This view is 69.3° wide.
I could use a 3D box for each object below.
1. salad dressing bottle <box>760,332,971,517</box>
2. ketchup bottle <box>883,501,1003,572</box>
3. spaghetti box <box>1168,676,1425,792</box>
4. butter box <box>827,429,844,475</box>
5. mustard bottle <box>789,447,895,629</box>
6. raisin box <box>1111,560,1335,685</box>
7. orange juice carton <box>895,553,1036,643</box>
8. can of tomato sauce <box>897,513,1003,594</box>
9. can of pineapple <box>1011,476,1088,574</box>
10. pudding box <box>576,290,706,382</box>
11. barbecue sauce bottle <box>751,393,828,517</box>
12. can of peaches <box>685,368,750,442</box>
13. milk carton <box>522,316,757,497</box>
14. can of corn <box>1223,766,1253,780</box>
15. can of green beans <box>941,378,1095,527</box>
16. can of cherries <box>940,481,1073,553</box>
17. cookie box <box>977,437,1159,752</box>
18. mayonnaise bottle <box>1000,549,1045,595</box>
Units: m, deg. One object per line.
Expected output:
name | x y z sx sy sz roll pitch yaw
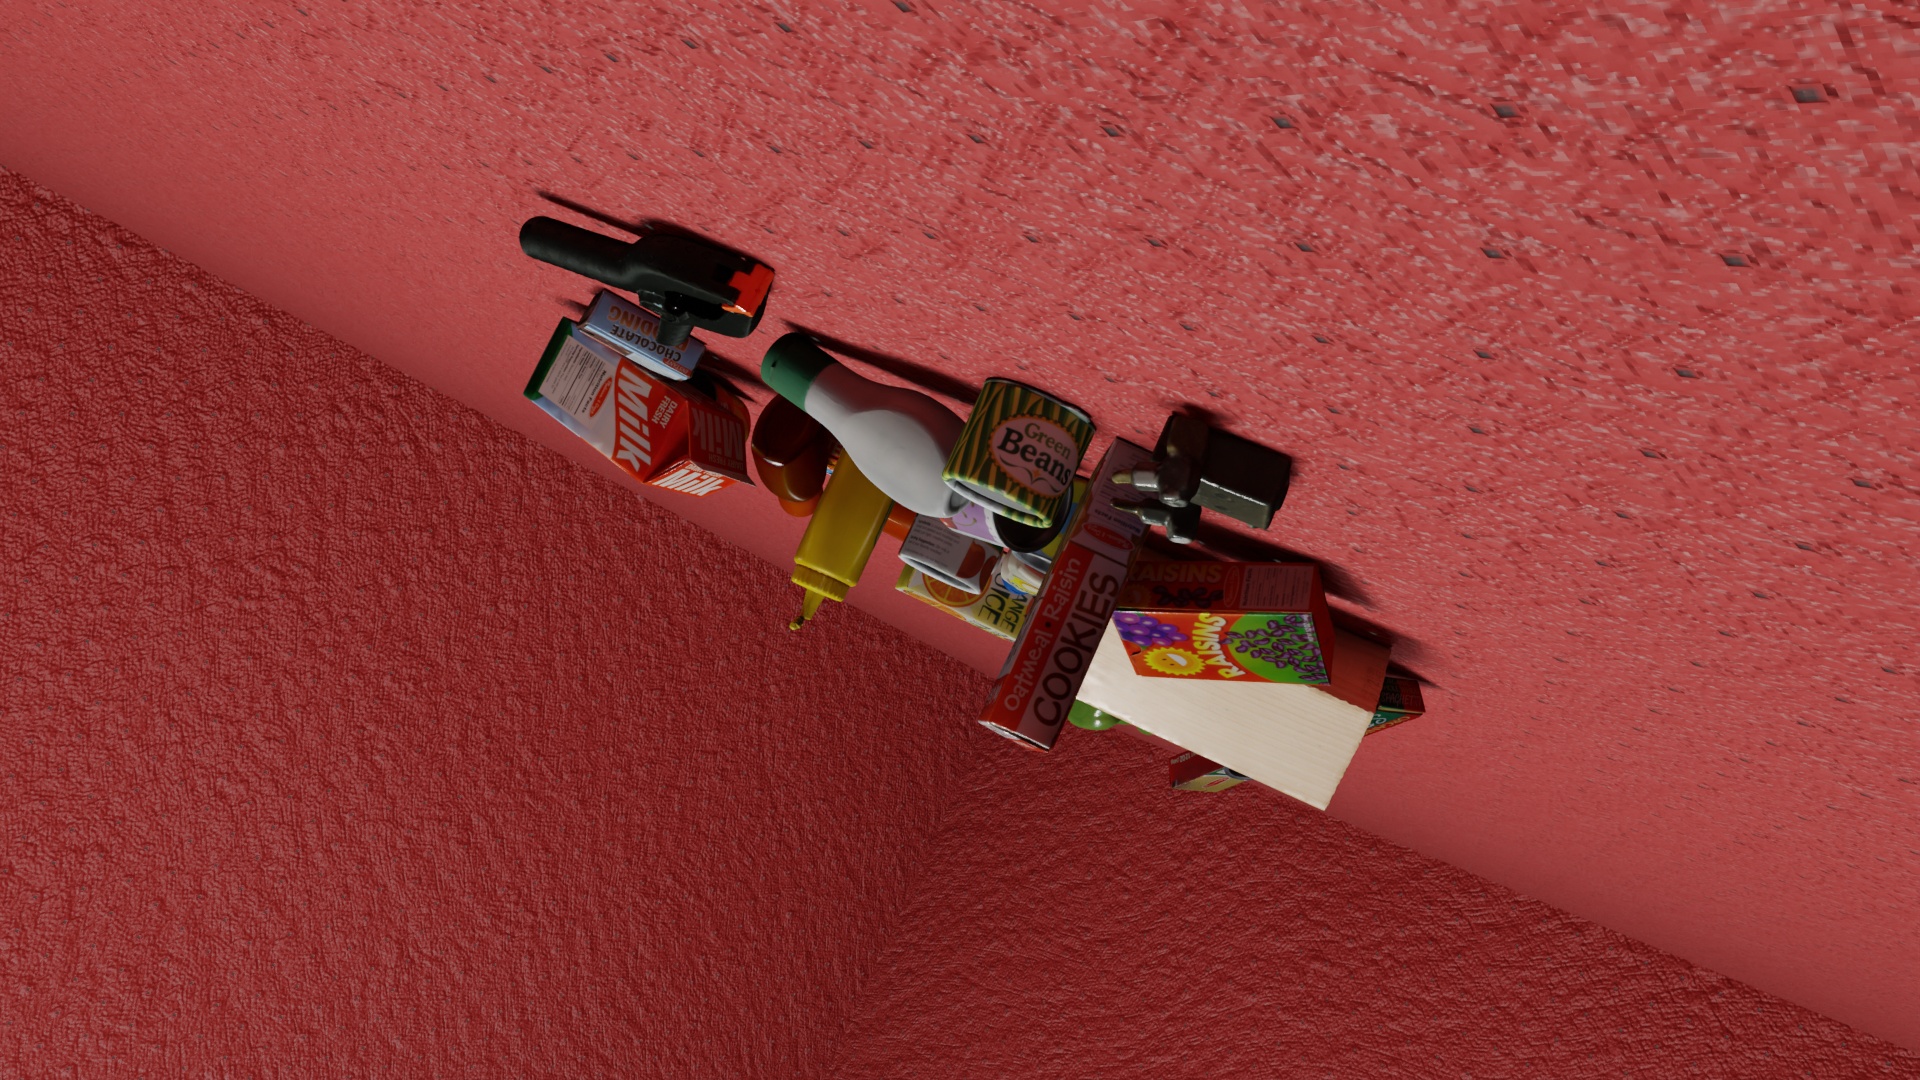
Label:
salad dressing bottle | -0.052 -0.071 0.811 0.148 0.064 0.044 36 -141 20
ketchup bottle | -0.032 -0.013 1.241 0.149 0.043 0.064 27 173 -20
spaghetti box | 0.258 0.156 1.097 0.050 0.029 0.249 9 153 -27
butter box | -0.097 -0.068 1.138 0.053 0.024 0.103 24 173 13
mustard bottle | -0.079 -0.010 0.962 0.049 0.160 0.065 25 173 -6
raisin box | 0.161 0.051 0.851 0.123 0.040 0.085 1 146 23
orange juice carton | 0.041 0.055 1.368 0.193 0.073 0.071 26 172 -9
can of tomato sauce | 0.003 -0.012 0.972 0.071 0.083 0.071 25 172 4
can of pineapple | 0.076 -0.004 0.891 0.071 0.058 0.071 24 173 3
pudding box | -0.231 -0.147 1.005 0.083 0.030 0.049 28 173 -21
barbecue sauce bottle | -0.126 -0.059 1.054 0.044 0.065 0.148 27 162 7
can of peaches | -0.211 -0.098 1.134 0.071 0.071 0.058 21 172 26
milk carton | -0.239 -0.093 1.067 0.191 0.073 0.072 34 -172 27
can of corn | 0.223 0.139 1.040 0.071 0.058 0.070 -8 144 -6
can of green beans | 0.031 -0.046 0.744 0.071 0.058 0.071 24 172 4
can of cherries | 0.025 -0.033 0.843 0.058 0.071 0.071 18 170 47
cookie box | 0.063 0.036 0.784 0.040 0.167 0.123 25 172 2
mayonnaise bottle | 0.065 0.026 1.206 0.065 0.041 0.148 24 172 -5
